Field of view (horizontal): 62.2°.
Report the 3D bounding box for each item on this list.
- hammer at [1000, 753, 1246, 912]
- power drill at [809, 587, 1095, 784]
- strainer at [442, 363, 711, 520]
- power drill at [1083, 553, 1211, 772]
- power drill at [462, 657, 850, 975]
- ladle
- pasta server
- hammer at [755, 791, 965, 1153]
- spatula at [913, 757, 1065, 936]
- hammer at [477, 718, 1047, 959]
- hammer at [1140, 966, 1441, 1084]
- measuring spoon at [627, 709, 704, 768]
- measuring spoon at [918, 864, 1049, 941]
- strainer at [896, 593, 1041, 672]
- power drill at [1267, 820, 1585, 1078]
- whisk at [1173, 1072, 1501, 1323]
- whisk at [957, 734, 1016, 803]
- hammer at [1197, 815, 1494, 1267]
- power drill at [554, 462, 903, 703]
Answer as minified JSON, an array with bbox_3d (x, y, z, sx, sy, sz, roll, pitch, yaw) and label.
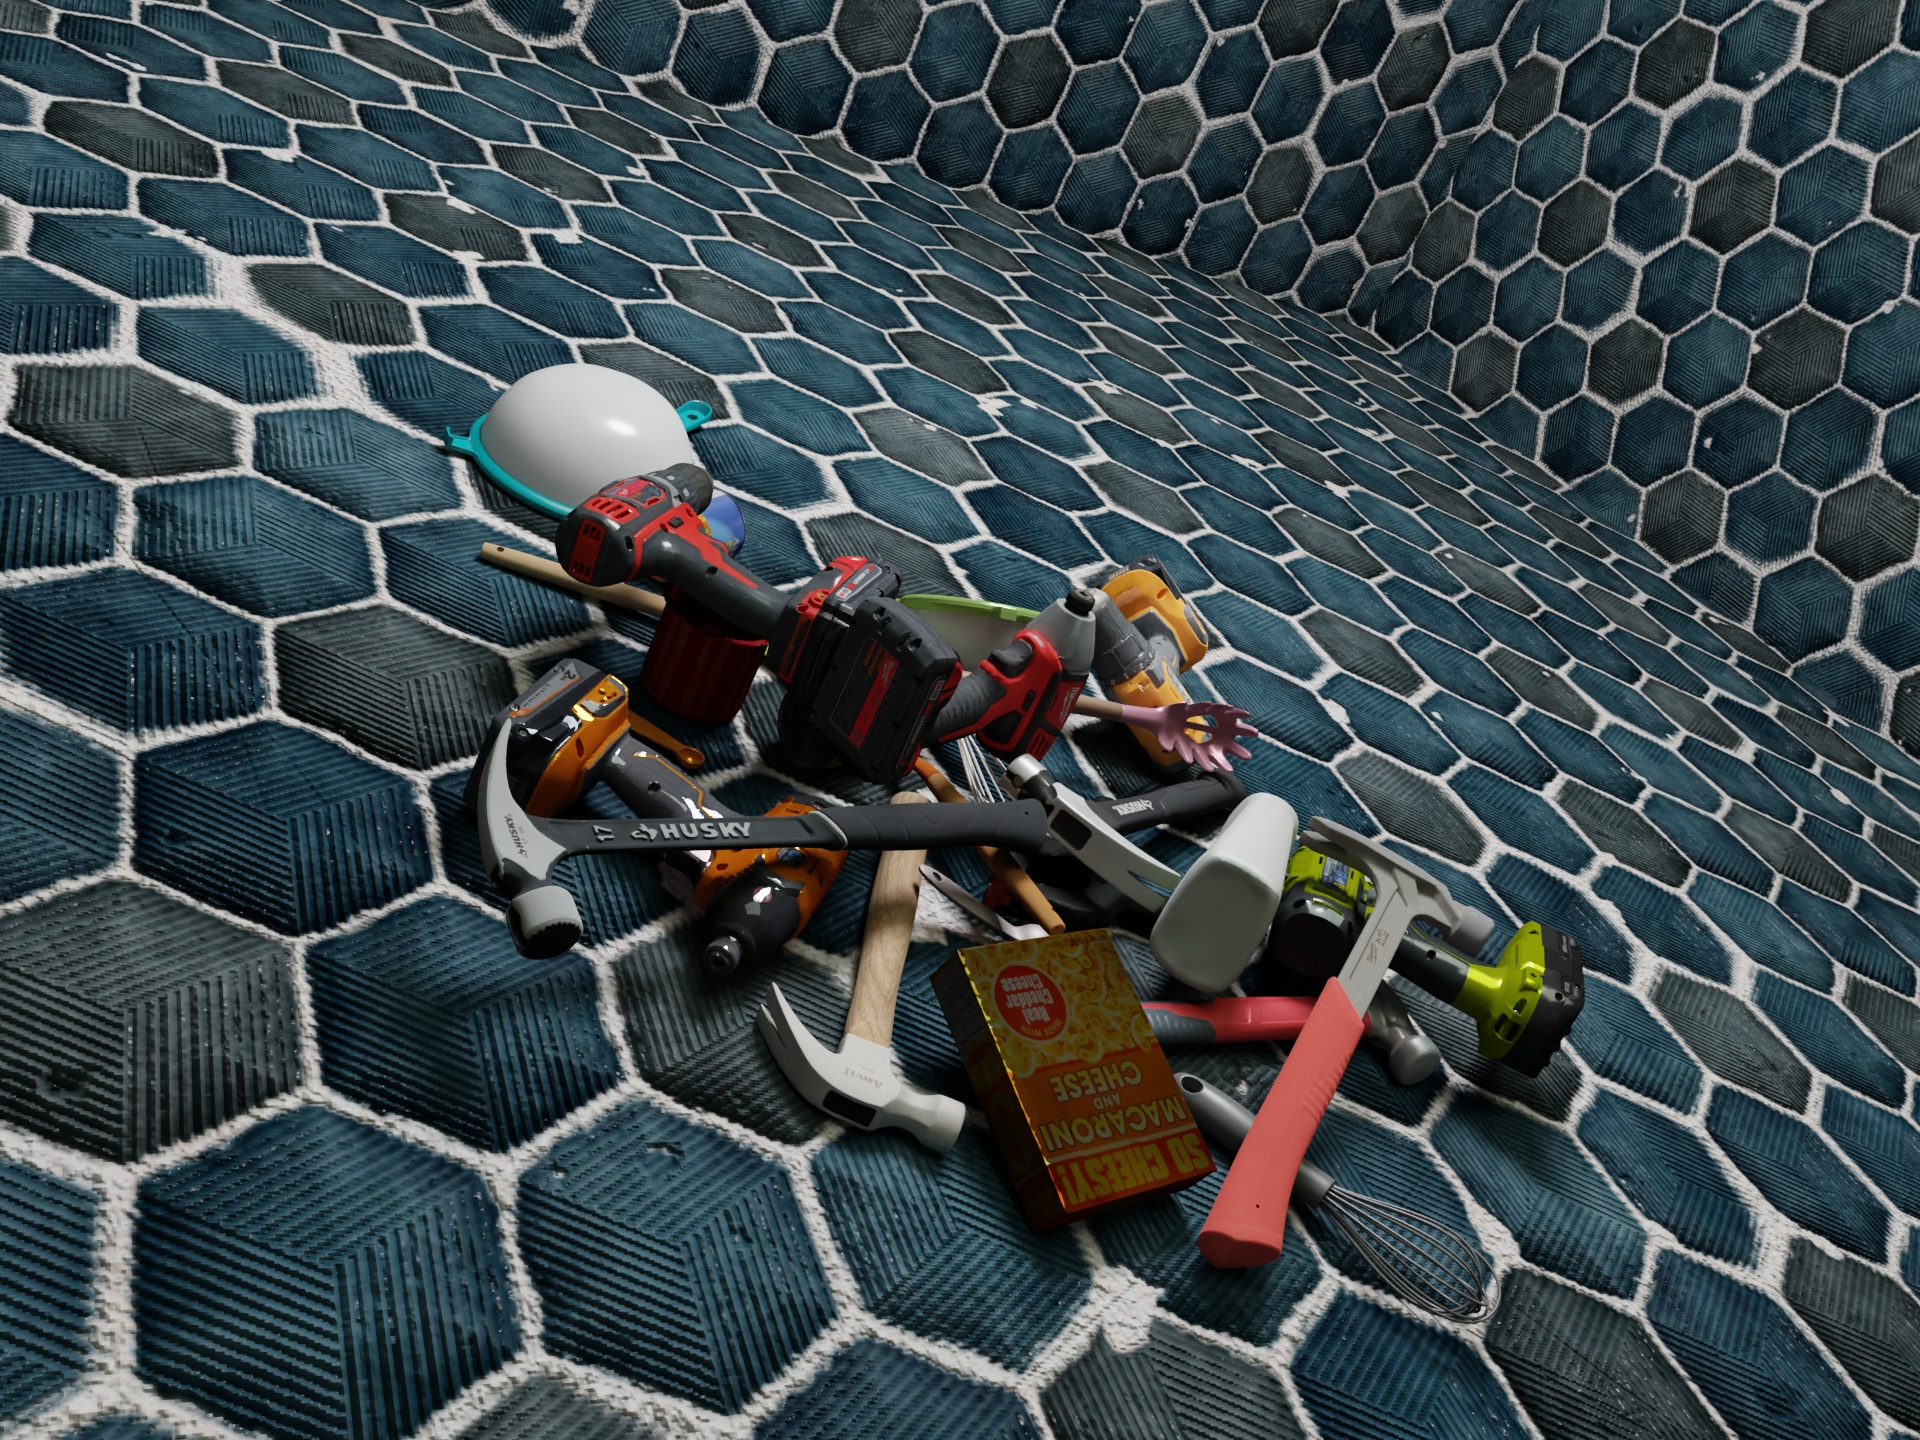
[{"bbox_3d":[0.164,0.074,1.283,0.146,0.035,0.334,42,21,21],"label":"hammer"},{"bbox_3d":[0.010,-0.030,1.131,0.219,0.143,0.079,-5,39,-49],"label":"power drill"},{"bbox_3d":[-0.304,-0.283,1.478,0.211,0.095,0.340,29,29,5],"label":"strainer"},{"bbox_3d":[0.164,-0.076,1.480,0.185,0.084,0.226,53,22,-20],"label":"power drill"},{"bbox_3d":[-0.191,0.067,1.004,0.226,0.084,0.164,31,30,0],"label":"power drill"},{"bbox_3d":[-0.223,-0.095,1.274,0.320,0.062,0.078,18,41,-11],"label":"ladle"},{"bbox_3d":[0.113,-0.009,1.326,0.316,0.060,0.040,11,11,-29],"label":"pasta server"},{"bbox_3d":[-0.051,0.142,1.046,0.130,0.031,0.331,23,28,-8],"label":"hammer"},{"bbox_3d":[-0.002,0.051,1.175,0.080,0.041,0.323,44,3,-43],"label":"spatula"},{"bbox_3d":[-0.102,0.066,0.983,0.408,0.036,0.149,1,45,-41],"label":"hammer"},{"bbox_3d":[0.168,0.201,1.125,0.386,0.038,0.143,6,33,-34],"label":"hammer"},{"bbox_3d":[-0.235,0.006,1.144,0.117,0.011,0.021,28,27,11],"label":"measuring spoon"},{"bbox_3d":[0.022,0.131,1.105,0.124,0.018,0.034,36,22,-20],"label":"measuring spoon"},{"bbox_3d":[0.046,-0.057,1.438,0.151,0.069,0.256,7,-4,37],"label":"strainer"},{"bbox_3d":[0.354,0.164,1.230,0.228,0.080,0.190,26,26,8],"label":"power drill"},{"bbox_3d":[0.232,0.297,1.009,0.239,0.055,0.055,34,28,22],"label":"whisk"},{"bbox_3d":[-0.002,-0.004,1.289,0.059,0.057,0.247,-17,52,-23],"label":"whisk"},{"bbox_3d":[0.233,0.207,1.047,0.149,0.036,0.359,31,46,13],"label":"hammer"},{"bbox_3d":[-0.161,-0.116,1.166,0.227,0.080,0.188,26,28,5],"label":"power drill"}]
